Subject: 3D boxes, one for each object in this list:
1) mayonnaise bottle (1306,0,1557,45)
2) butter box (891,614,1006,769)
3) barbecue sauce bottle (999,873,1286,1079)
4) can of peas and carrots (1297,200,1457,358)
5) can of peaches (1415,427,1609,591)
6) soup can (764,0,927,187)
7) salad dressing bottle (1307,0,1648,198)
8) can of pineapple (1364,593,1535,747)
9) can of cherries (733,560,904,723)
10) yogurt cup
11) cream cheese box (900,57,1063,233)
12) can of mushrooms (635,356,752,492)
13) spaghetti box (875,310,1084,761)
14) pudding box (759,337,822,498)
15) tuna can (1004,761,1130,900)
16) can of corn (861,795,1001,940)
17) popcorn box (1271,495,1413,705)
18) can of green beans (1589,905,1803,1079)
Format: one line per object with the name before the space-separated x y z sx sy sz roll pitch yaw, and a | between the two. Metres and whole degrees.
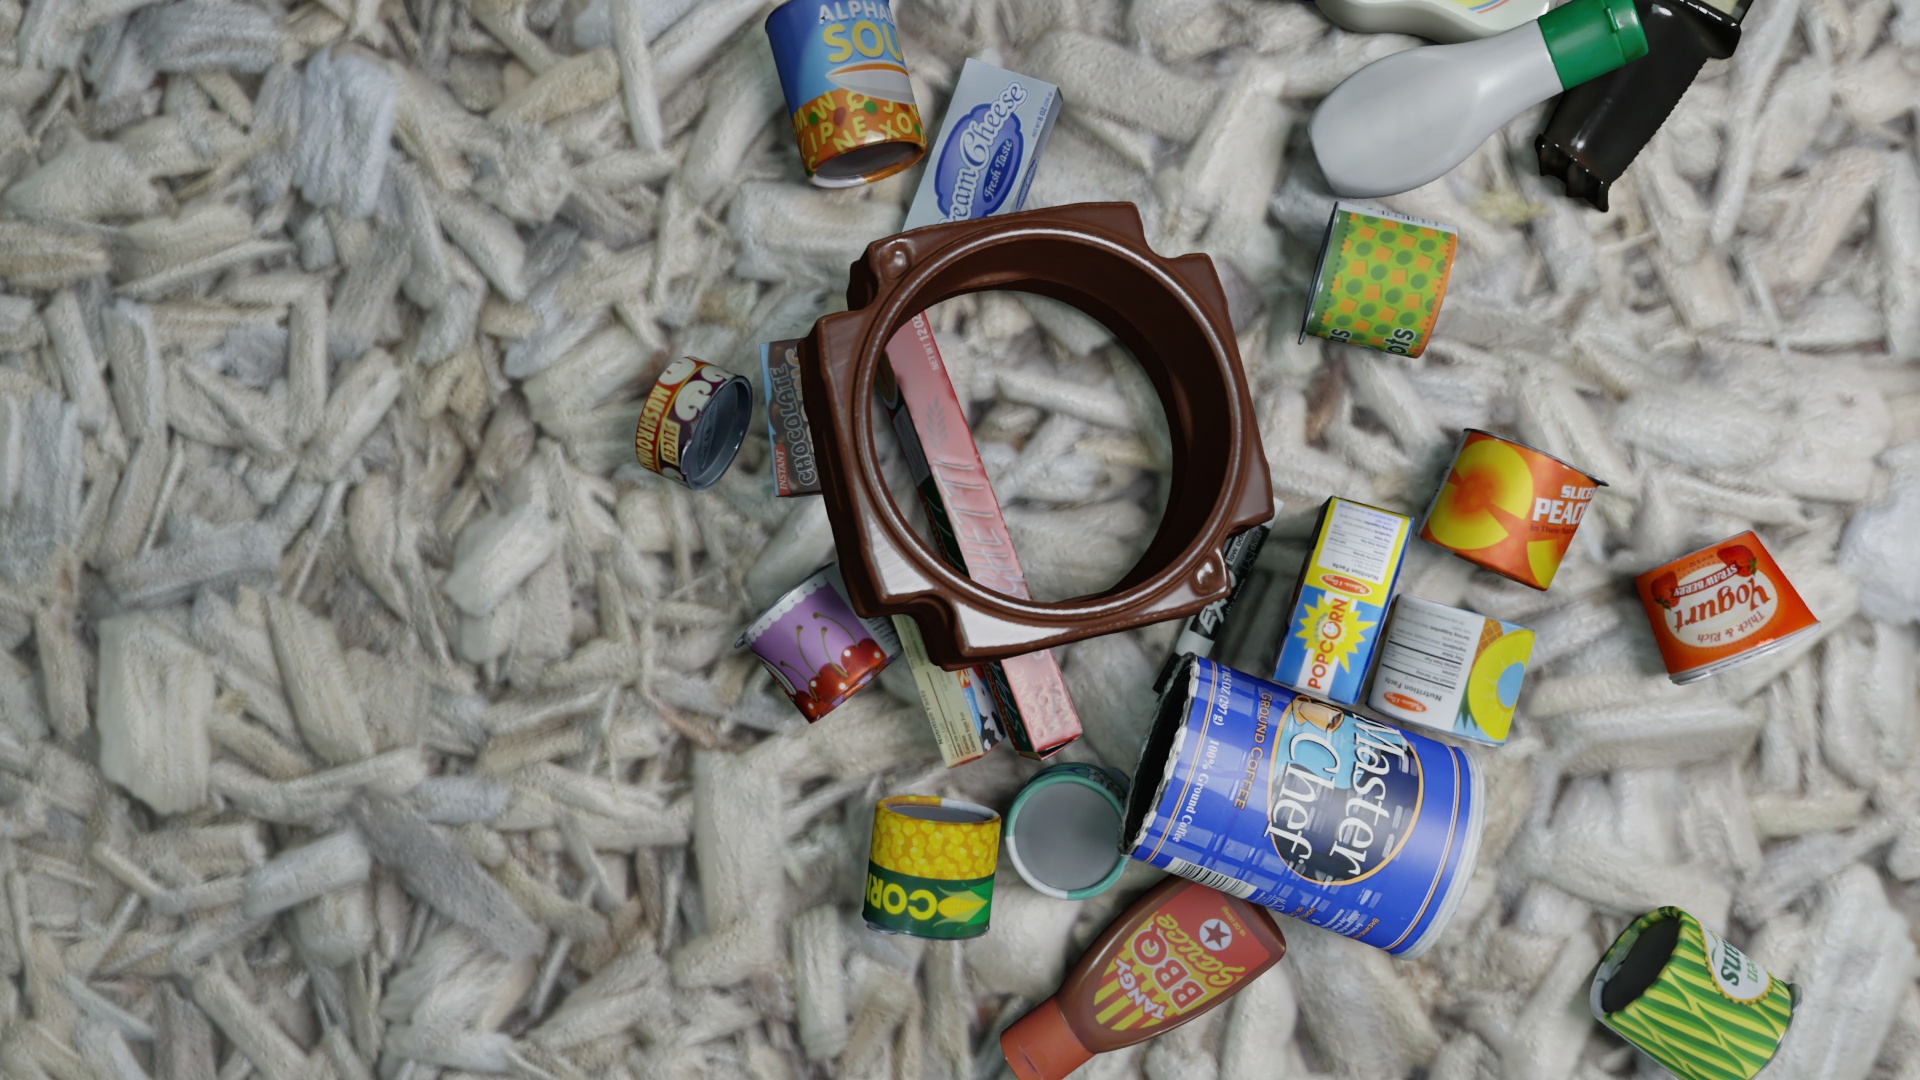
mayonnaise bottle | 0.215 -0.278 0.682 0.148 0.041 0.064 12 88 9
butter box | -0.008 0.062 0.717 0.024 0.053 0.103 -21 86 13
barbecue sauce bottle | 0.088 0.223 0.704 0.148 0.044 0.065 -38 85 8
can of peas and carrots | 0.201 -0.123 0.673 0.059 0.071 0.071 14 93 9
can of peaches | 0.261 -0.014 0.660 0.071 0.071 0.058 25 95 9
soup can | -0.057 -0.235 0.717 0.071 0.071 0.083 -16 88 10
salad dressing bottle | 0.241 -0.212 0.655 0.147 0.044 0.064 -20 90 28
can of pineapple | 0.236 0.062 0.668 0.071 0.071 0.058 16 93 10
can of cherries | -0.072 0.054 0.721 0.071 0.071 0.058 -40 85 8
yogurt cup | 0.353 0.030 0.647 0.072 0.072 0.054 -24 78 9
cream cheese box | 0.010 -0.194 0.728 0.053 0.024 0.103 21 93 11
can of mushrooms | -0.141 -0.061 0.731 0.033 0.071 0.071 24 94 11
spaghetti box | 0.003 -0.009 0.714 0.029 0.050 0.250 -20 86 -12
pudding box | -0.077 -0.066 0.740 0.049 0.030 0.083 -6 89 11
tuna can | 0.059 0.148 0.714 0.071 0.033 0.071 0 90 10
can of corn | -0.016 0.166 0.709 0.071 0.071 0.058 7 91 10
popcorn box | 0.175 0.026 0.647 0.038 0.127 0.085 17 93 13
can of green beans | 0.339 0.214 0.647 0.058 0.071 0.071 37 96 8
